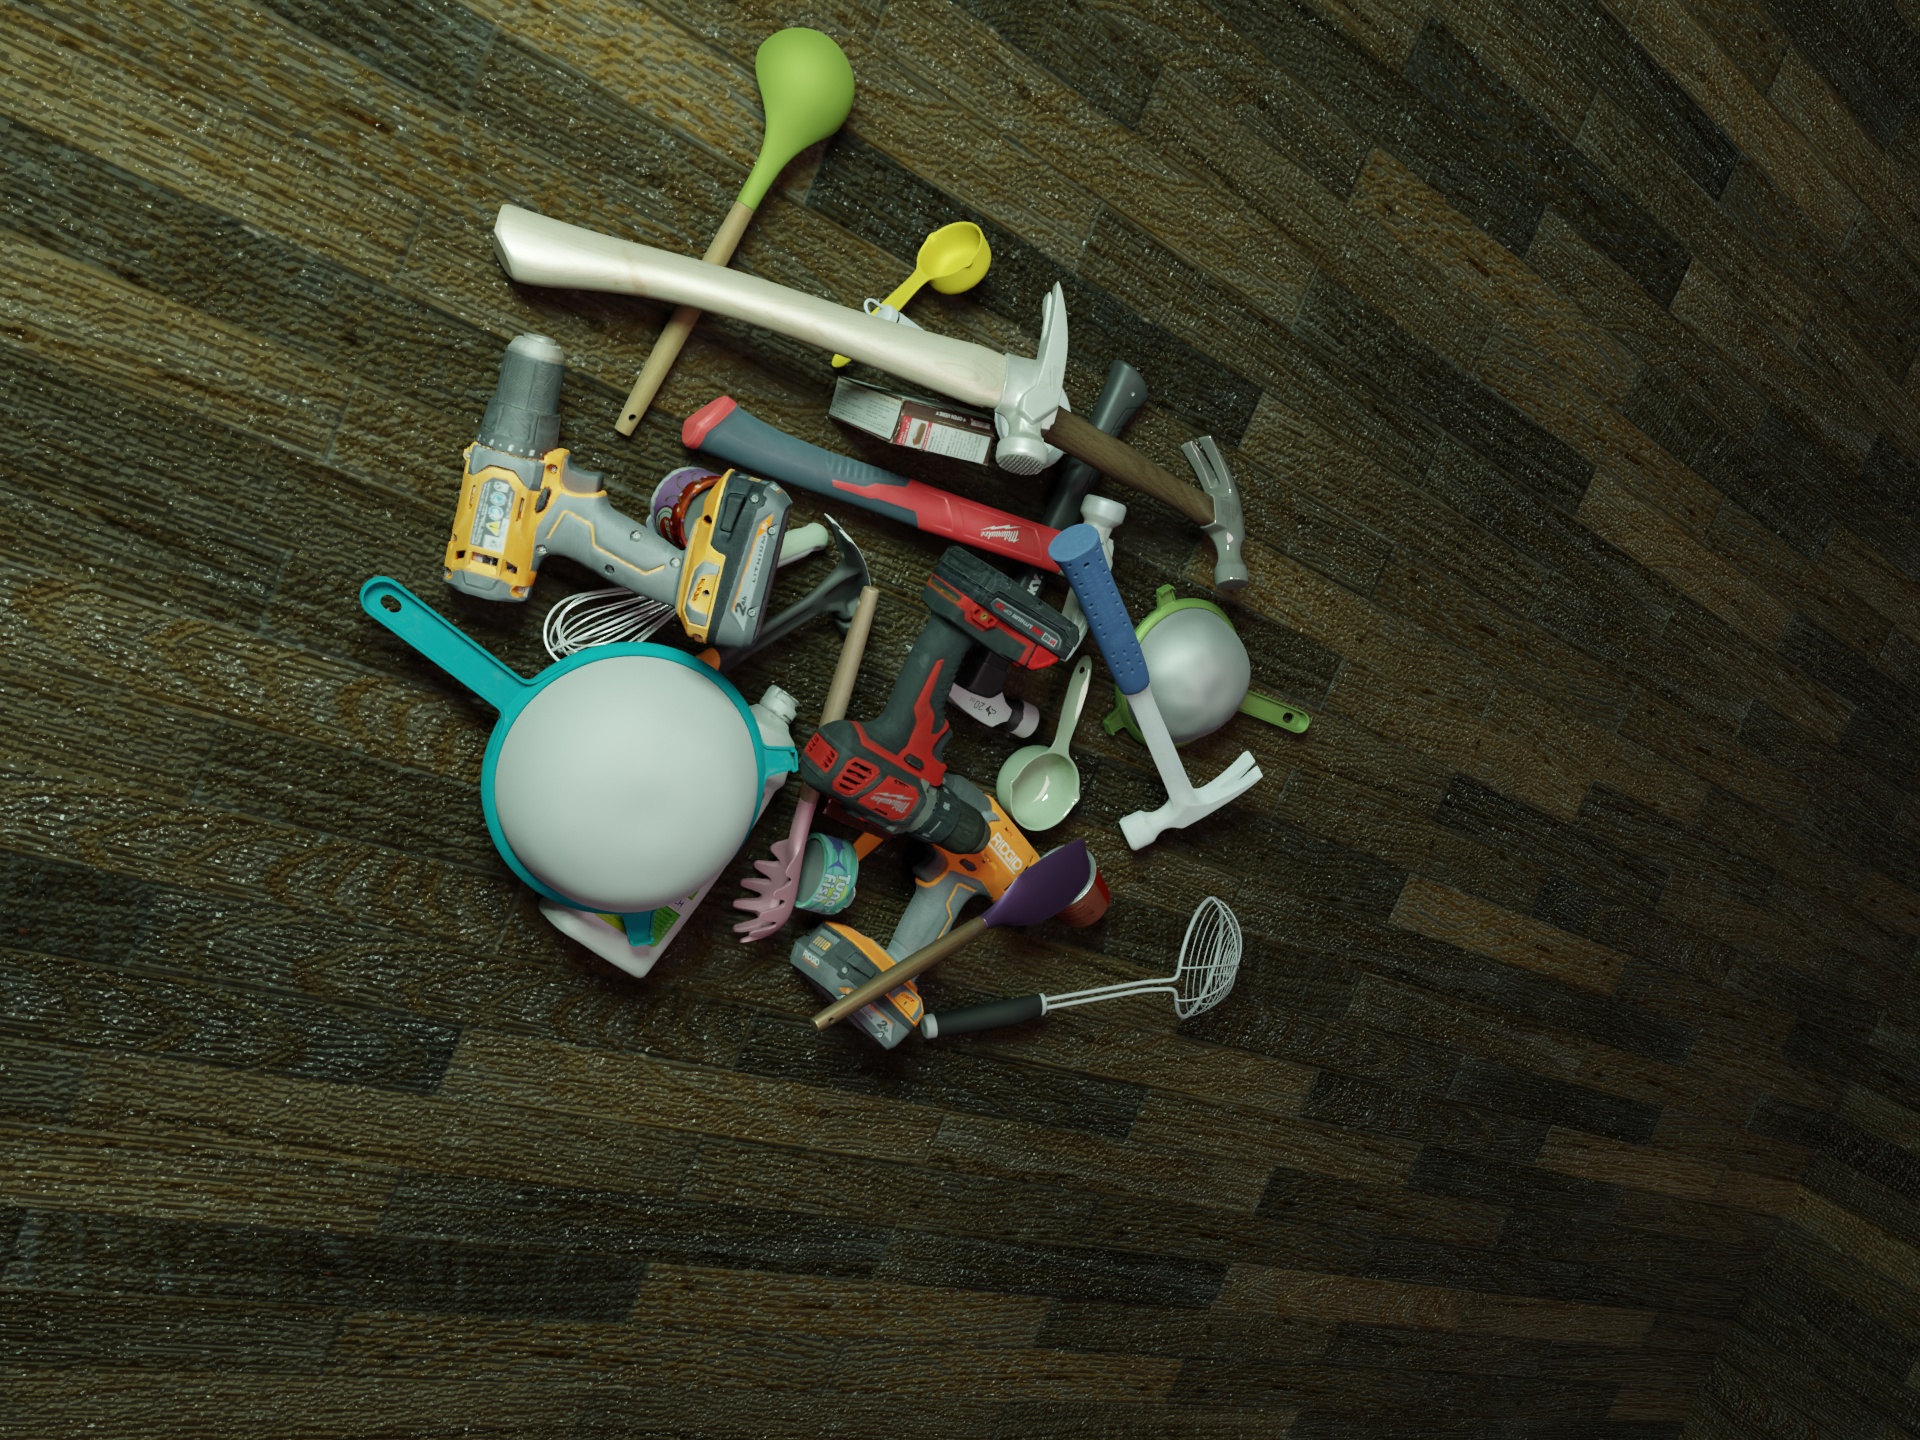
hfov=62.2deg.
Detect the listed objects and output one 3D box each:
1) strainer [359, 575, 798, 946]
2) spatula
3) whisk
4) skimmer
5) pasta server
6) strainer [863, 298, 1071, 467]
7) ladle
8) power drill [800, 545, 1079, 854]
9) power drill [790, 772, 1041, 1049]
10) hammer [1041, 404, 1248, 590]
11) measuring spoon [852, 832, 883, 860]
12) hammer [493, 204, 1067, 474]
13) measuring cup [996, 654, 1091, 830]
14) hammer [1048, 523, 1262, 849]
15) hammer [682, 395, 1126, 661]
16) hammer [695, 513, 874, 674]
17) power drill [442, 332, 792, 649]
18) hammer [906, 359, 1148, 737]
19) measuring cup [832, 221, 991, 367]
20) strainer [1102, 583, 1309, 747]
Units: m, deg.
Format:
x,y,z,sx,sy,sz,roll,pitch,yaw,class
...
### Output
x,y,z,sx,sy,sz,roll,pitch,yaw,class
-0.274,0.018,1.119,0.340,0.095,0.211,42,86,-28,strainer
0.000,0.190,1.377,0.316,0.018,0.059,-26,116,-33,spatula
-0.205,-0.101,1.219,0.246,0.058,0.059,-27,89,-27,whisk
0.124,0.257,1.573,0.363,0.090,0.127,-7,113,-20,skimmer
-0.123,0.039,1.292,0.040,0.060,0.316,9,109,-28,pasta server
0.011,-0.274,1.281,0.258,0.050,0.087,26,74,-44,strainer
-0.173,-0.352,1.158,0.078,0.062,0.320,26,99,-32,ladle
-0.002,-0.004,1.282,0.187,0.080,0.226,31,94,-37,power drill
-0.041,0.157,1.399,0.226,0.084,0.164,-48,126,-15,power drill
0.153,-0.212,1.348,0.331,0.031,0.130,17,65,-50,hammer
-0.084,0.112,1.395,0.117,0.011,0.021,-43,125,-13,measuring spoon
-0.119,-0.297,1.131,0.410,0.038,0.146,14,75,-15,hammer
0.081,0.017,1.454,0.083,0.038,0.167,13,97,-36,measuring cup
0.162,-0.027,1.401,0.144,0.035,0.405,-26,138,3,hammer
-0.044,-0.160,1.278,0.386,0.038,0.143,15,97,-29,hammer
-0.214,-0.032,1.222,0.337,0.034,0.127,-34,153,-14,hammer
-0.235,-0.156,1.114,0.226,0.084,0.185,14,102,-4,power drill
0.073,-0.157,1.386,0.146,0.035,0.335,24,93,-37,hammer
-0.038,-0.326,1.250,0.156,0.062,0.029,-44,140,1,measuring cup
0.265,-0.022,1.537,0.256,0.069,0.151,18,96,-35,strainer
